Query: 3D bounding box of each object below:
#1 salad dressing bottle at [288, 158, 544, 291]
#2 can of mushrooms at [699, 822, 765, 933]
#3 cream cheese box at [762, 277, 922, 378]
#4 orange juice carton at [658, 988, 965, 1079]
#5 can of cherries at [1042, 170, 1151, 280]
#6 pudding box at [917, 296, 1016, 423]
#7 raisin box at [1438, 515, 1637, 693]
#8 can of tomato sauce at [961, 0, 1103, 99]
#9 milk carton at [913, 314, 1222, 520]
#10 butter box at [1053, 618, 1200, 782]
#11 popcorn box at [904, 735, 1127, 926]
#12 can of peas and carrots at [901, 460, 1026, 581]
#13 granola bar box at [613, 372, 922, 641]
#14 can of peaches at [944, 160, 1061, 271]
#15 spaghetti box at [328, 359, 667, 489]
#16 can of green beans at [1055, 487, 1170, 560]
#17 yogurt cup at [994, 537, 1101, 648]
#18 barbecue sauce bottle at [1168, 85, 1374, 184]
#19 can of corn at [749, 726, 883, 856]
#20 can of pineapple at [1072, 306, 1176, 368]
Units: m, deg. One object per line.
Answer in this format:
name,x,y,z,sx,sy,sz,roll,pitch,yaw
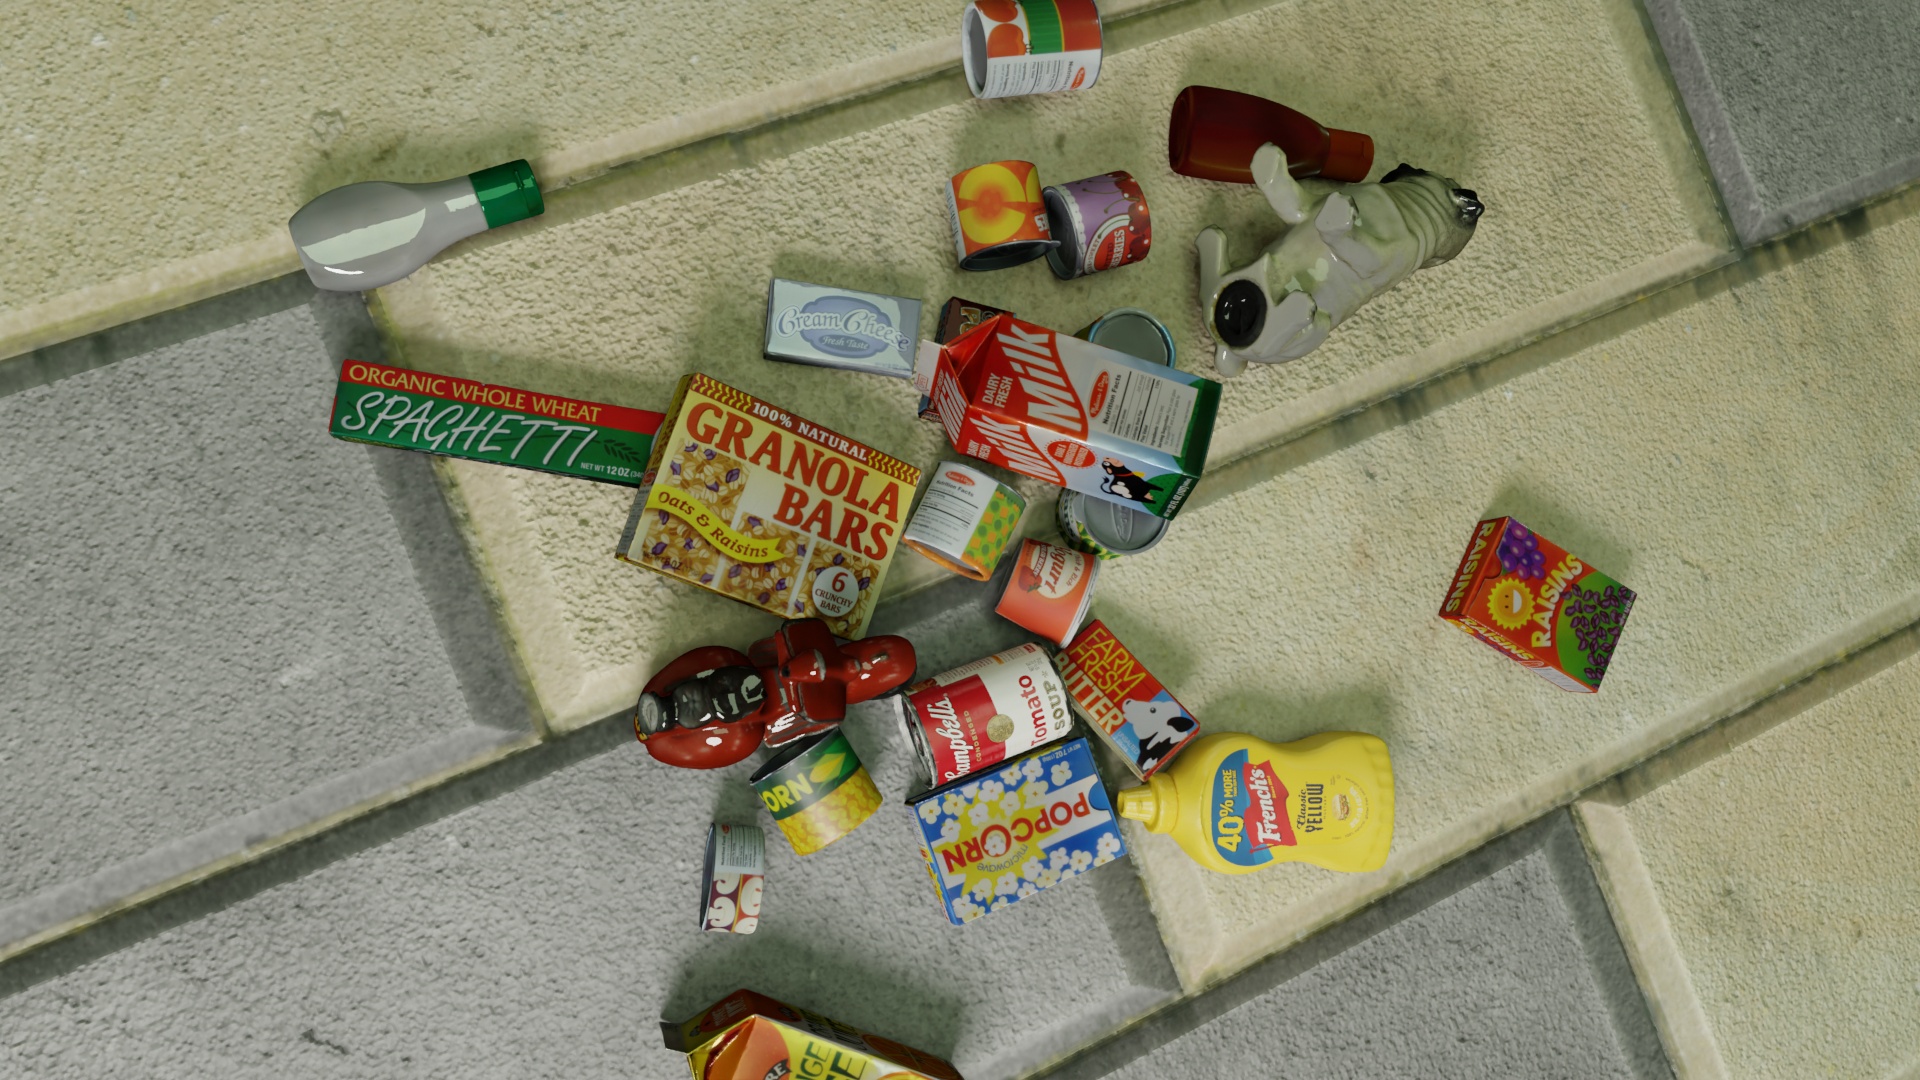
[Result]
salad dressing bottle,-0.340,-0.202,0.875,0.148,0.044,0.064,-22,88,-16
can of mushrooms,-0.143,0.213,0.869,0.033,0.071,0.071,7,83,-14
cream cheese box,-0.080,-0.143,0.940,0.104,0.024,0.053,7,83,-13
orange juice carton,-0.095,0.338,0.863,0.193,0.071,0.073,23,80,-10
can of cherries,0.094,-0.218,0.967,0.058,0.071,0.071,-16,89,-15
pudding box,0.005,-0.120,0.955,0.050,0.030,0.084,15,81,-13
raisin box,0.431,0.048,1.036,0.123,0.040,0.086,30,79,-8
can of tomato sauce,0.048,-0.348,0.971,0.083,0.071,0.071,-10,87,-14
milk carton,0.063,-0.084,0.896,0.191,0.072,0.074,18,67,0
butter box,0.108,0.107,0.942,0.053,0.024,0.103,-39,72,-13
popcorn box,0.036,0.192,0.927,0.127,0.038,0.085,-20,88,-14
can of peas and carrots,0.003,-0.012,0.927,0.071,0.071,0.059,28,79,-9
granola bar box,-0.121,-0.019,0.888,0.165,0.039,0.124,23,80,-27
can of peaches,0.028,-0.223,0.952,0.071,0.071,0.058,-11,87,-14
spaghetti box,-0.267,-0.068,0.885,0.250,0.028,0.050,9,83,-13
can of green beans,0.104,-0.021,0.955,0.071,0.057,0.071,1,84,-13
yogurt cup,0.057,0.032,0.936,0.054,0.072,0.072,22,80,-2
barbecue sauce bottle,0.229,-0.291,1.020,0.149,0.043,0.065,5,84,-14
can of corn,-0.093,0.160,0.884,0.071,0.071,0.058,-32,93,-14
can of pineapple,0.109,-0.123,0.966,0.071,0.058,0.071,1,85,-14
